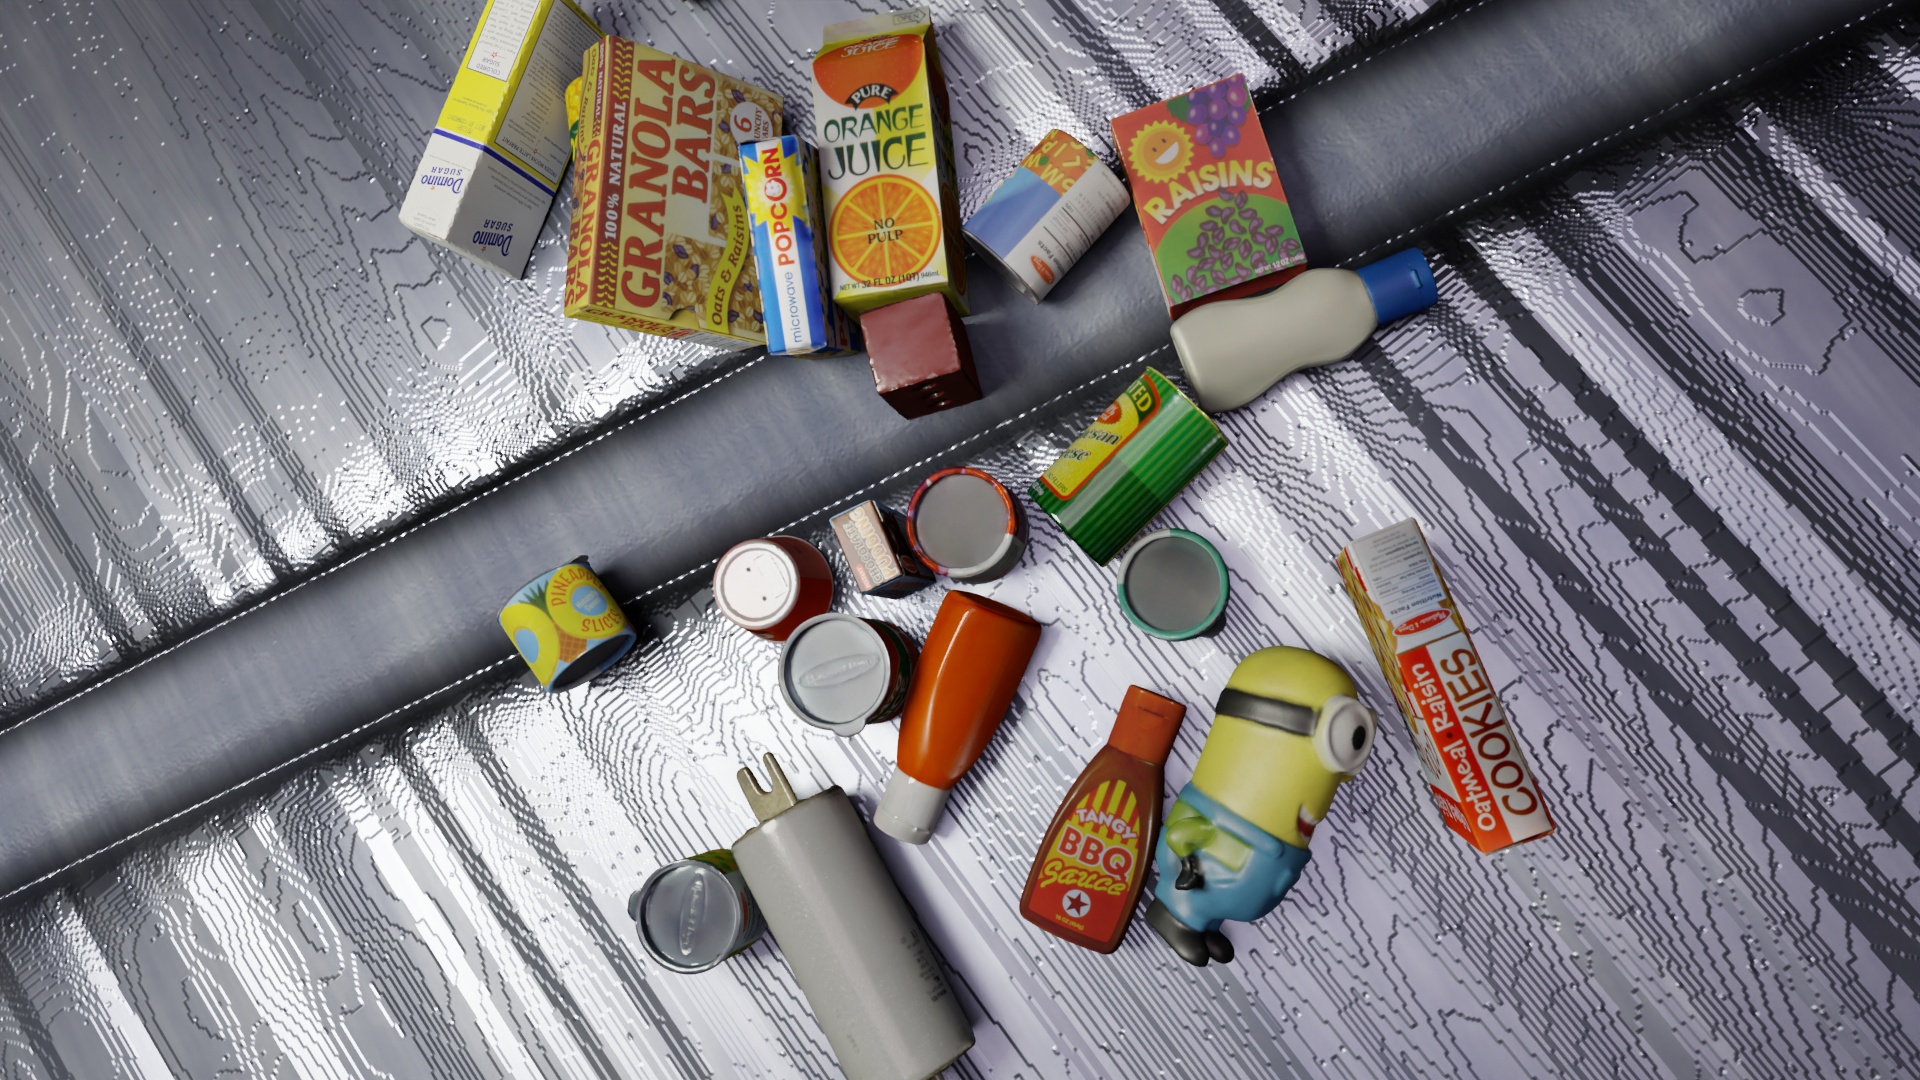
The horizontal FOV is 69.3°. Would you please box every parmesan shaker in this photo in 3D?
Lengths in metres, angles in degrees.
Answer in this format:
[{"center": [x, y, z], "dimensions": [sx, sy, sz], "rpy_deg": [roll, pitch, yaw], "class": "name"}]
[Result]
[{"center": [0.097, -0.042, 0.810], "dimensions": [0.103, 0.071, 0.071], "rpy_deg": [-45, 78, 4], "class": "parmesan shaker"}]

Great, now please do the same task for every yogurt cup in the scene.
[{"center": [-0.117, 0.028, 0.853], "dimensions": [0.072, 0.054, 0.072], "rpy_deg": [-1, 84, 10], "class": "yogurt cup"}]

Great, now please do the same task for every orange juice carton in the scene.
[{"center": [-0.044, -0.235, 0.857], "dimensions": [0.072, 0.073, 0.193], "rpy_deg": [-7, 82, 10], "class": "orange juice carton"}]

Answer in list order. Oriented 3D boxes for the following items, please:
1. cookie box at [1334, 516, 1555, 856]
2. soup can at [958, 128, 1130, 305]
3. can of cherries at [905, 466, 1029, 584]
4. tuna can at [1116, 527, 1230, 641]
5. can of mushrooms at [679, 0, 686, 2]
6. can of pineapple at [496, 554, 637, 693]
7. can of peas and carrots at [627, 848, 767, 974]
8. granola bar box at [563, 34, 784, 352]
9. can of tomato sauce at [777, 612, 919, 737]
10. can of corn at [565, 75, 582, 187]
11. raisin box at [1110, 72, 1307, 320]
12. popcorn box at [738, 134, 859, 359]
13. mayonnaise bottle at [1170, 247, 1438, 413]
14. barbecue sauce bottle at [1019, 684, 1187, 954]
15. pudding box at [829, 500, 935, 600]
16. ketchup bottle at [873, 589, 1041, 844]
[{"center": [0.254, 0.076, 0.741], "dimensions": [0.040, 0.123, 0.167], "rpy_deg": [-23, 80, 9], "class": "cookie box"}, {"center": [0.049, -0.197, 0.840], "dimensions": [0.071, 0.071, 0.084], "rpy_deg": [43, 93, 12], "class": "soup can"}, {"center": [0.003, -0.010, 0.832], "dimensions": [0.071, 0.058, 0.071], "rpy_deg": [-1, 85, 11], "class": "can of cherries"}, {"center": [0.127, 0.028, 0.817], "dimensions": [0.071, 0.033, 0.071], "rpy_deg": [-1, 84, 11], "class": "tuna can"}, {"center": [-0.191, -0.389, 0.907], "dimensions": [0.033, 0.071, 0.071], "rpy_deg": [-38, 79, 6], "class": "can of mushrooms"}, {"center": [-0.244, 0.053, 0.868], "dimensions": [0.071, 0.071, 0.058], "rpy_deg": [-39, 80, 5], "class": "can of pineapple"}, {"center": [-0.156, 0.222, 0.838], "dimensions": [0.071, 0.058, 0.071], "rpy_deg": [-1, 84, 12], "class": "can of peas and carrots"}, {"center": [-0.174, -0.210, 0.856], "dimensions": [0.039, 0.124, 0.165], "rpy_deg": [-4, 82, 49], "class": "granola bar box"}, {"center": [-0.063, 0.079, 0.822], "dimensions": [0.071, 0.083, 0.071], "rpy_deg": [-1, 84, 11], "class": "can of tomato sauce"}, {"center": [-0.221, -0.263, 0.898], "dimensions": [0.071, 0.071, 0.058], "rpy_deg": [-11, 82, 10], "class": "can of corn"}, {"center": [0.149, -0.206, 0.834], "dimensions": [0.086, 0.040, 0.123], "rpy_deg": [-18, 82, 9], "class": "raisin box"}, {"center": [-0.096, -0.174, 0.844], "dimensions": [0.038, 0.085, 0.126], "rpy_deg": [-7, 94, 11], "class": "popcorn box"}, {"center": [0.202, -0.127, 0.815], "dimensions": [0.148, 0.041, 0.064], "rpy_deg": [-21, 92, 7], "class": "mayonnaise bottle"}, {"center": [0.088, 0.158, 0.805], "dimensions": [0.065, 0.043, 0.148], "rpy_deg": [21, 88, 13], "class": "barbecue sauce bottle"}, {"center": [-0.045, 0.007, 0.826], "dimensions": [0.030, 0.083, 0.050], "rpy_deg": [-25, 81, 8], "class": "pudding box"}, {"center": [-0.007, 0.106, 0.822], "dimensions": [0.043, 0.065, 0.148], "rpy_deg": [29, 98, 53], "class": "ketchup bottle"}]
